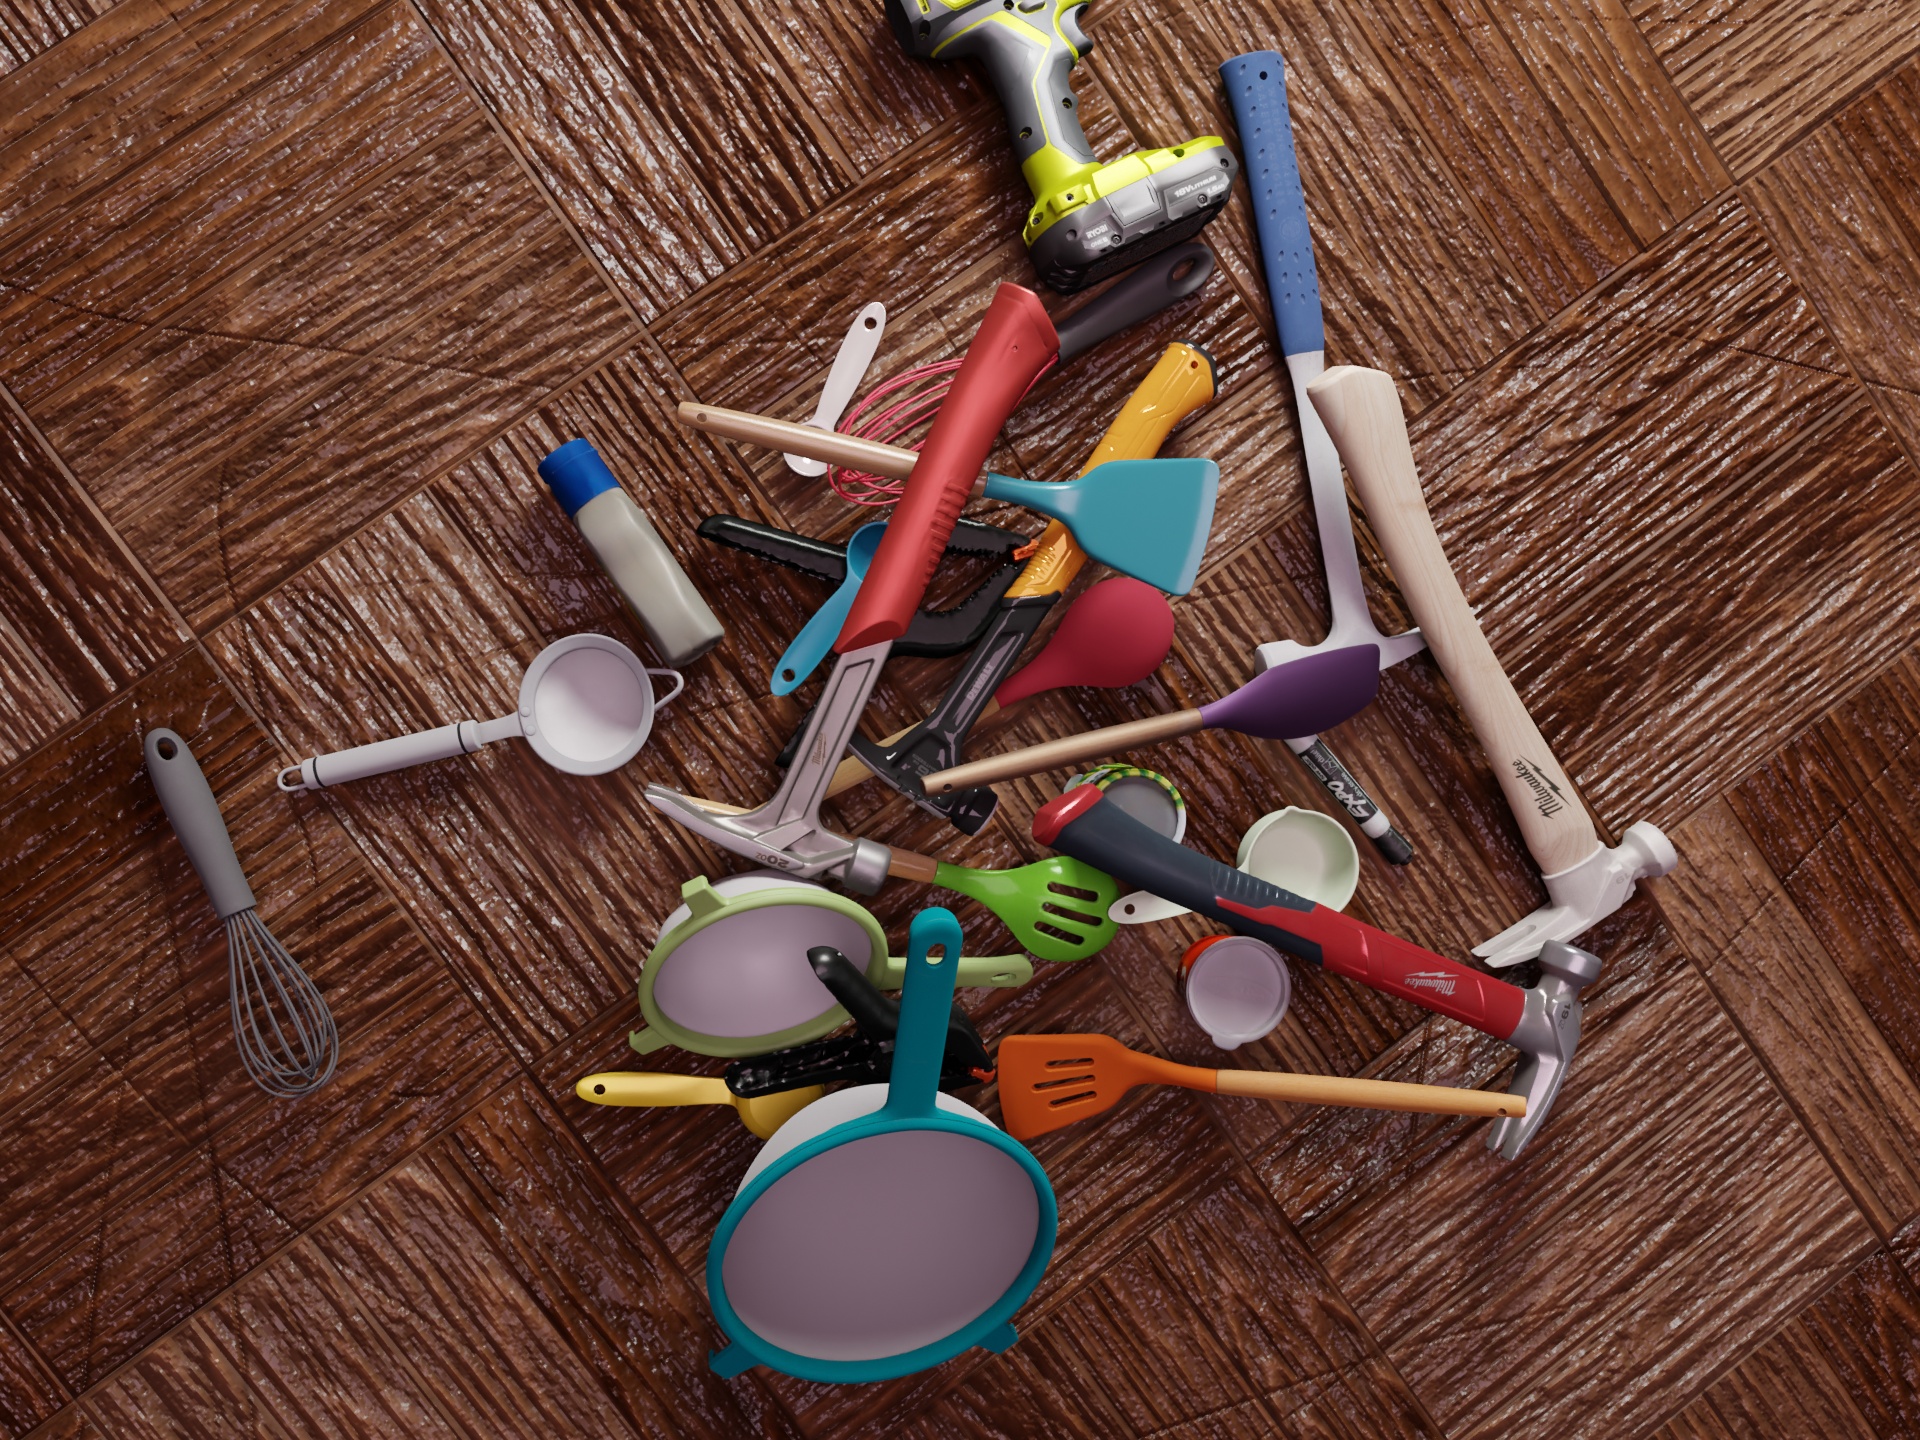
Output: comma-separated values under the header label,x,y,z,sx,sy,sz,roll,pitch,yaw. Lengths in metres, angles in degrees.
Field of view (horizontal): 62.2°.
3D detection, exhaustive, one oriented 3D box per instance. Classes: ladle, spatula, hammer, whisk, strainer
label,x,y,z,sx,sy,sz,roll,pitch,yaw
ladle,-0.002,-0.003,1.019,0.315,0.031,0.069,-27,92,-4
spatula,-0.009,-0.146,0.936,0.317,0.044,0.082,12,99,-8
hammer,0.215,0.146,0.988,0.386,0.038,0.143,23,87,-13
whisk,-0.439,0.115,0.958,0.055,0.055,0.239,-24,90,-6
hammer,0.317,-0.035,1.020,0.146,0.038,0.410,-32,104,-3
spatula,0.185,0.234,0.998,0.322,0.041,0.081,1,113,16
strainer,-0.292,0.006,0.976,0.258,0.050,0.087,-13,87,-1
hammer,0.050,-0.100,0.988,0.127,0.034,0.337,35,84,-13
hammer,-0.046,-0.082,0.913,0.149,0.037,0.359,23,97,-10
spatula,0.125,0.007,0.991,0.316,0.018,0.059,-13,120,-16
hammer,0.231,-0.229,1.037,0.144,0.035,0.405,-11,93,-6
strainer,-0.077,0.138,0.992,0.256,0.069,0.151,4,130,-26
strainer,-0.044,0.239,0.946,0.211,0.095,0.340,1,116,-16
whisk,0.041,-0.224,1.004,0.296,0.073,0.073,-33,95,-11

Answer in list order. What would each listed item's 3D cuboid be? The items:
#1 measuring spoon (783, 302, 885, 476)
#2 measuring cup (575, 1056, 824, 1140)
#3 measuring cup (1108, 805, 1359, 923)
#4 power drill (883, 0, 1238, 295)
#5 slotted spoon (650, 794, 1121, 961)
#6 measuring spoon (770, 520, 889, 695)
label,x,y,z,sx,sy,sz,roll,pitch,yaw
measuring spoon,-0.077,-0.210,1.012,0.034,0.018,0.124,25,81,-5
measuring cup,-0.163,0.236,1.000,0.156,0.029,0.062,3,91,-10
measuring cup,0.174,0.105,1.038,0.167,0.038,0.083,-13,93,-5
power drill,0.074,-0.399,0.995,0.171,0.080,0.223,-27,91,-6
slotted spoon,-0.042,0.091,1.006,0.313,0.031,0.070,16,94,-9
measuring spoon,-0.075,-0.067,0.977,0.042,0.021,0.128,39,96,0
